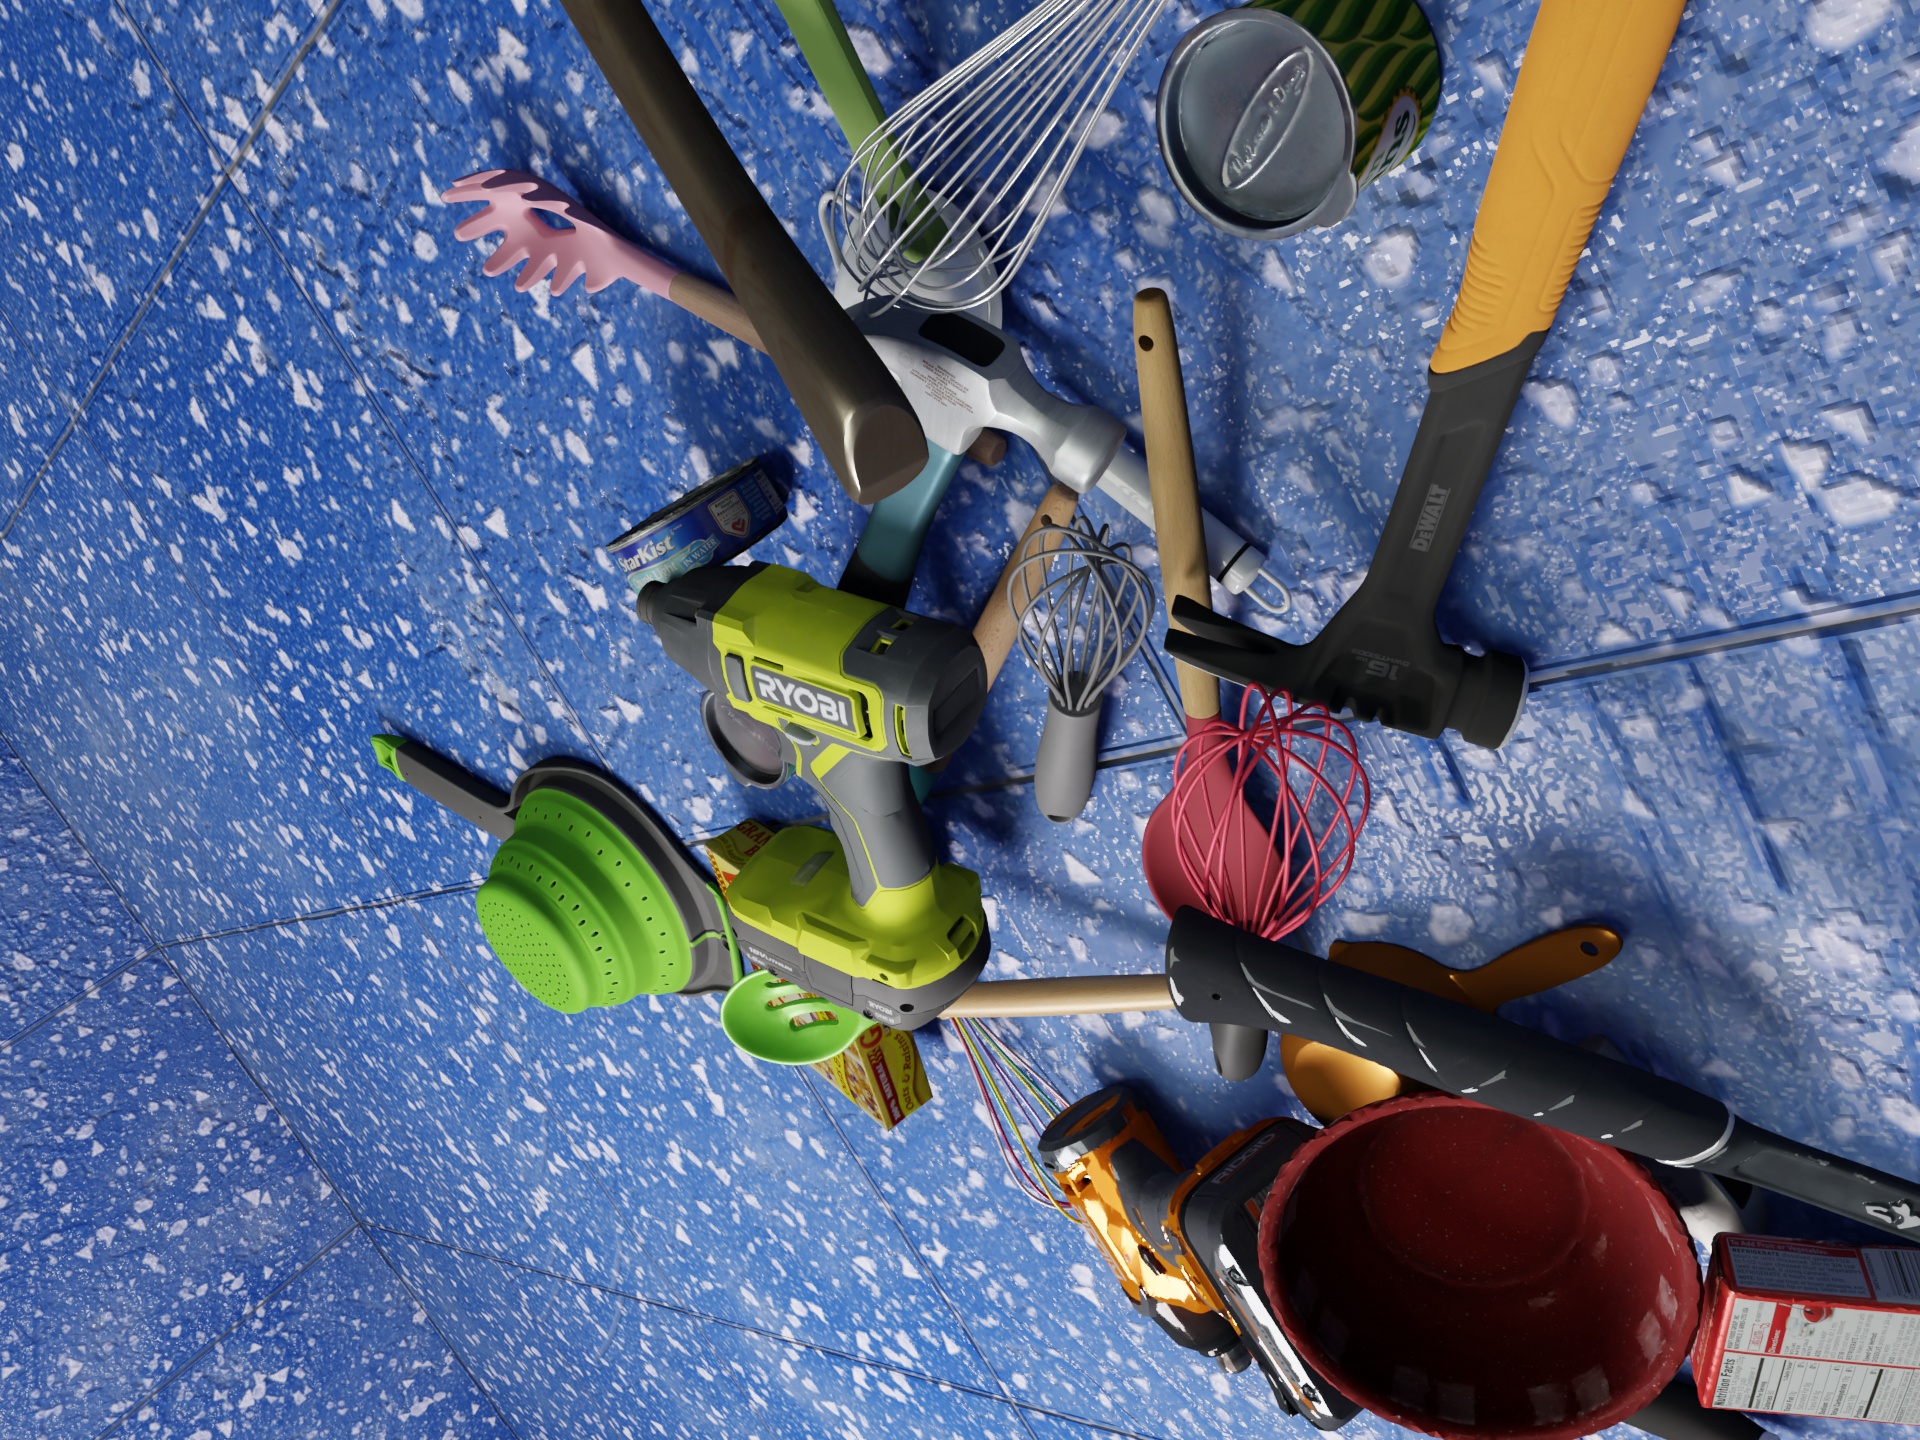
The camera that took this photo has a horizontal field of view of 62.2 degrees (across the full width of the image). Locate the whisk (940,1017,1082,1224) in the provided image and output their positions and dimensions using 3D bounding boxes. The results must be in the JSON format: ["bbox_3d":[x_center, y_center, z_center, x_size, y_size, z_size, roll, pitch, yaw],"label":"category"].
[{"bbox_3d":[0.010,0.183,0.906,0.245,0.047,0.051,56,144,-2],"label":"whisk"}]

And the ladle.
[{"bbox_3d":[0.091,-0.024,0.627,0.069,0.031,0.315,13,137,29],"label":"ladle"}]

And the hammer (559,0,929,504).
[{"bbox_3d":[-0.130,-0.256,0.582,0.411,0.038,0.146,60,166,5],"label":"hammer"}]

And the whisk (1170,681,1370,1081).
[{"bbox_3d":[0.118,0.081,0.640,0.073,0.073,0.295,31,154,24],"label":"whisk"}]

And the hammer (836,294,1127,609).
[{"bbox_3d":[-0.035,-0.064,0.707,0.128,0.033,0.330,35,151,4],"label":"hammer"}]

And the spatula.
[{"bbox_3d":[-0.001,-0.002,0.776,0.082,0.044,0.317,41,138,12],"label":"spatula"}]

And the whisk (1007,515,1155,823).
[{"bbox_3d":[0.045,-0.009,0.662,0.055,0.055,0.238,37,159,18],"label":"whisk"}]

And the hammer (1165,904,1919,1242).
[{"bbox_3d":[0.263,0.141,0.522,0.409,0.036,0.149,18,132,12],"label":"hammer"}]

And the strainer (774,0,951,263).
[{"bbox_3d":[-0.048,-0.287,0.547,0.152,0.069,0.256,18,144,52],"label":"strainer"}]

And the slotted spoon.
[{"bbox_3d":[0.007,0.146,0.825,0.314,0.031,0.070,-9,120,30],"label":"slotted spoon"}]

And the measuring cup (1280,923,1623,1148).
[{"bbox_3d":[0.198,0.128,0.651,0.095,0.052,0.173,48,145,4],"label":"measuring cup"}]

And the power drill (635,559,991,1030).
[{"bbox_3d":[-0.065,0.031,0.751,0.171,0.080,0.223,18,136,27],"label":"power drill"}]

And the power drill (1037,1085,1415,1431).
[{"bbox_3d":[0.132,0.265,0.778,0.164,0.084,0.226,58,160,-2],"label":"power drill"}]

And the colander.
[{"bbox_3d":[-0.332,0.107,1.150,0.397,0.094,0.204,23,136,31],"label":"colander"}]

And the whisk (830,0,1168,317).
[{"bbox_3d":[0.052,-0.222,0.476,0.070,0.070,0.284,50,128,0],"label":"whisk"}]

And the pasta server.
[{"bbox_3d":[-0.113,-0.183,0.724,0.316,0.040,0.060,31,151,22],"label":"pasta server"}]

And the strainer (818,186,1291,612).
[{"bbox_3d":[0.028,-0.125,0.627,0.258,0.050,0.086,40,135,9],"label":"strainer"}]

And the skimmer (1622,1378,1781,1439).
[{"bbox_3d":[0.373,0.341,0.621,0.363,0.090,0.127,6,157,46],"label":"skimmer"}]

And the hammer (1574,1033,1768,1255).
[{"bbox_3d":[0.232,0.251,0.741,0.130,0.031,0.331,46,144,7],"label":"hammer"}]

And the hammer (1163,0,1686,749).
[{"bbox_3d":[0.155,-0.132,0.468,0.127,0.034,0.336,15,132,6],"label":"hammer"}]
